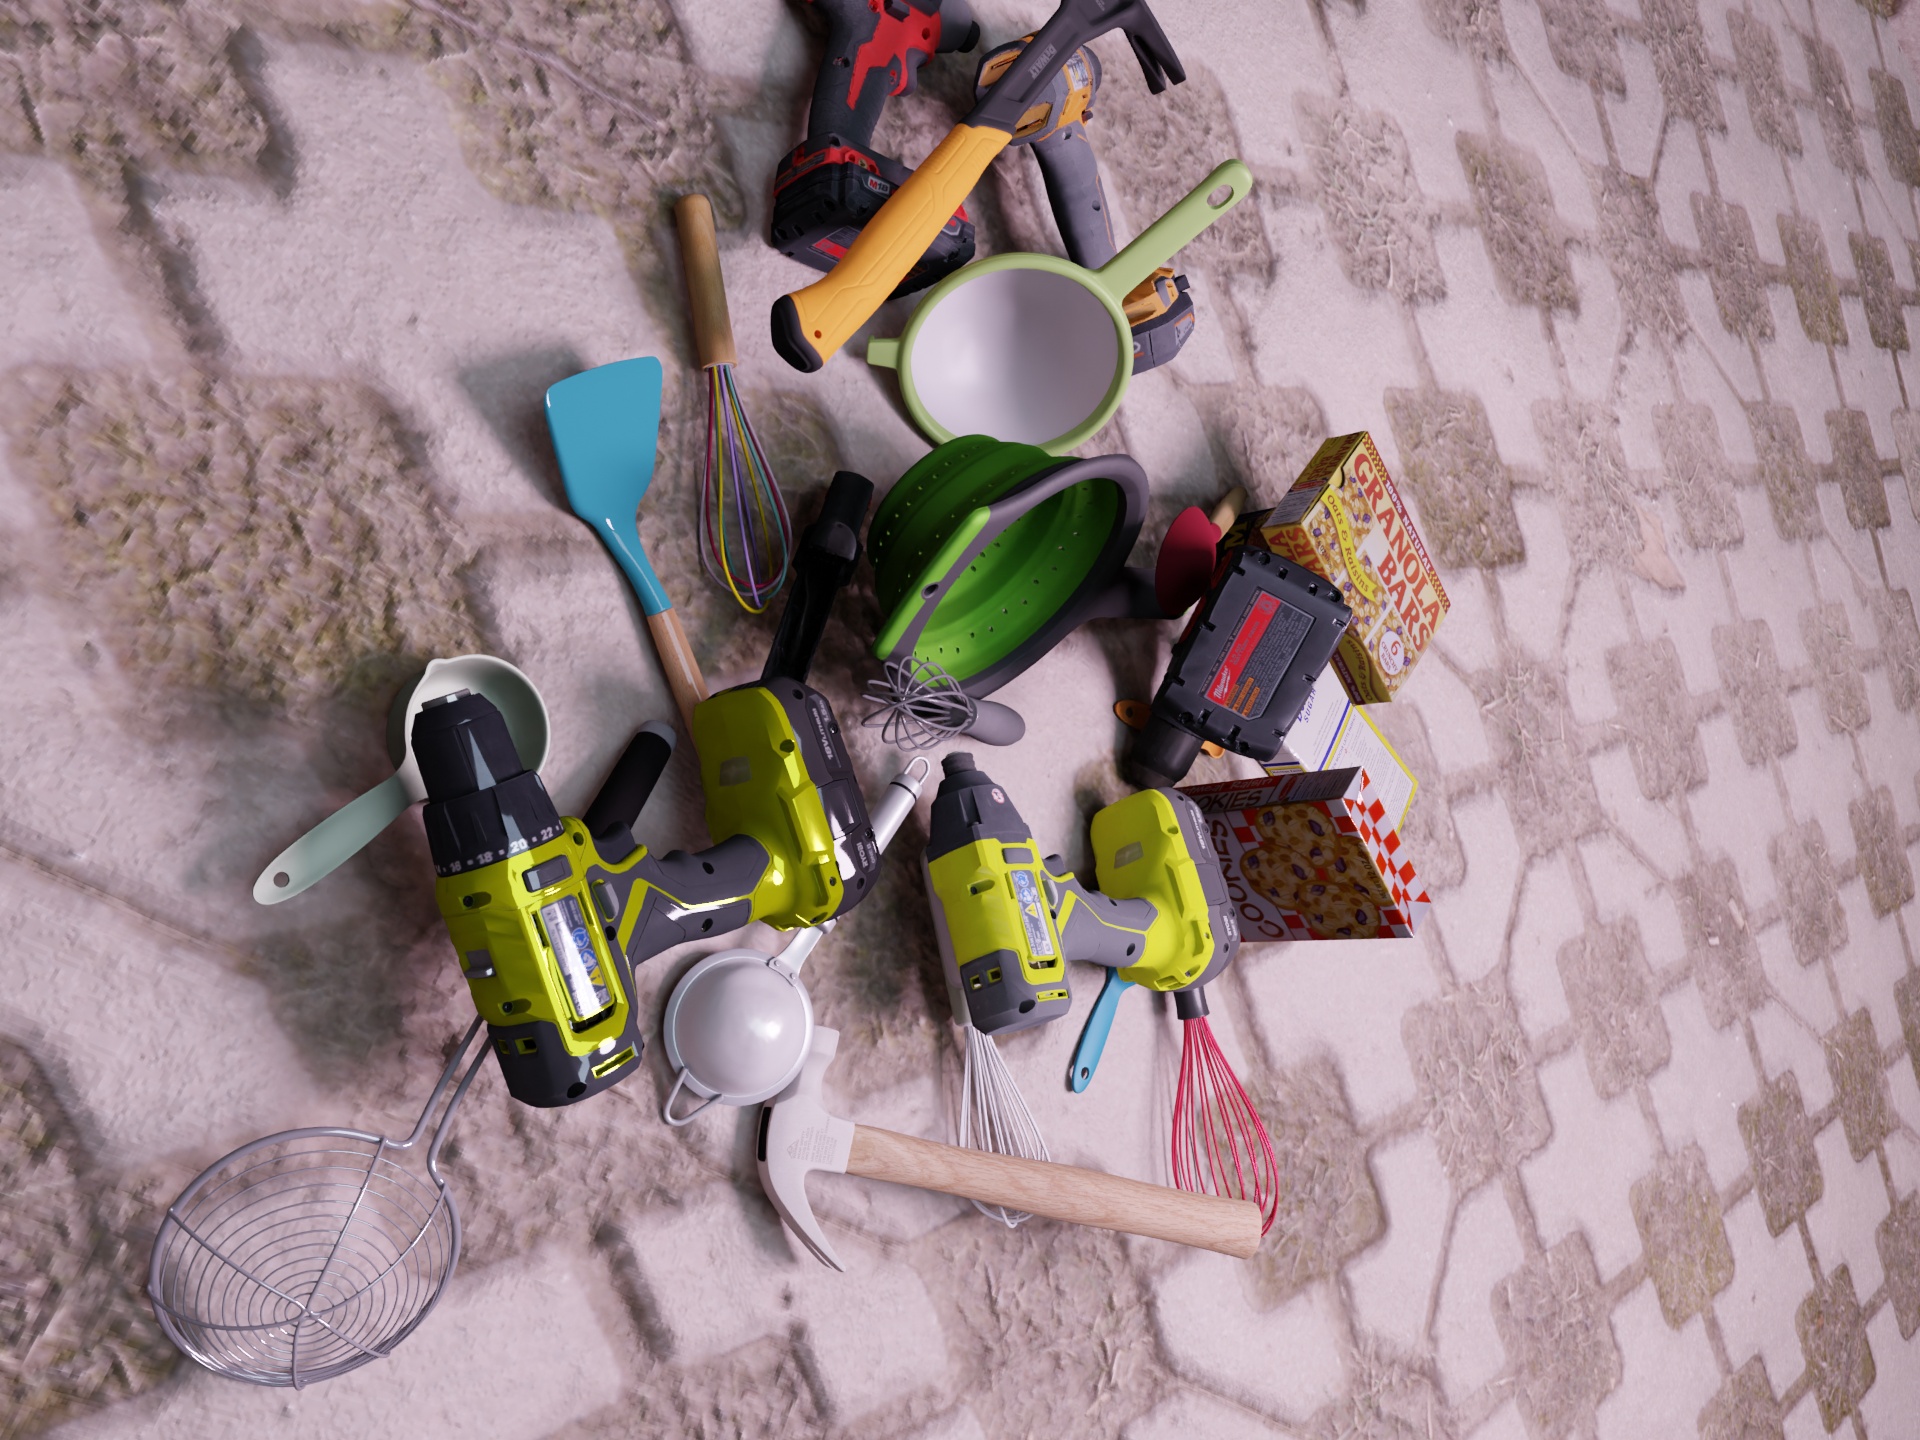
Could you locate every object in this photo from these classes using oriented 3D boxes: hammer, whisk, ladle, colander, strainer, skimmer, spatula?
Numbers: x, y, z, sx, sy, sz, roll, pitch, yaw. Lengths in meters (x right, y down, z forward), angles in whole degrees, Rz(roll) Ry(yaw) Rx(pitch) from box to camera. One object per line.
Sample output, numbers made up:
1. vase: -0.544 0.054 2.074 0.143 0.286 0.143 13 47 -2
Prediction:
1. hammer: 0.036 0.280 0.952 0.331 0.031 0.130 18 73 -19
2. whisk: 0.010 0.196 0.998 0.059 0.058 0.246 -7 84 -77
3. whisk: -0.136 -0.182 0.912 0.047 0.051 0.245 -8 87 -37
4. ladle: 0.178 -0.135 1.117 0.315 0.031 0.069 -46 144 -66
5. whisk: -0.002 -0.002 0.954 0.239 0.055 0.055 14 73 -71
6. colander: 0.053 -0.109 1.041 0.095 0.204 0.397 47 24 21
7. strainer: -0.085 0.118 0.904 0.086 0.050 0.258 41 62 -16
8. skimmer: -0.245 0.143 0.781 0.127 0.090 0.363 48 46 -28
9. spatula: -0.151 -0.037 0.878 0.082 0.044 0.317 -32 108 -46
10. whisk: 0.169 0.230 1.133 0.073 0.073 0.296 -7 85 -43
11. hammer: 0.006 -0.325 0.936 0.127 0.034 0.337 46 70 -26
12. strainer: 0.072 -0.273 1.007 0.151 0.256 0.069 38 28 -33

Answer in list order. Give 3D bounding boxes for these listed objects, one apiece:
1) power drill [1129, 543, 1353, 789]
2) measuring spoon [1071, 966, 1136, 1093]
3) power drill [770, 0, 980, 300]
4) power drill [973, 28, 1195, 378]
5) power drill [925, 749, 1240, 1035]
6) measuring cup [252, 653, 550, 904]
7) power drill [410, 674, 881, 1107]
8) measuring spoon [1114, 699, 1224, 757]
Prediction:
1. power drill: 0.171 -0.028 1.052 0.080 0.227 0.188 28 96 1
2. measuring spoon: 0.108 0.200 1.100 0.042 0.021 0.129 44 56 -30
3. power drill: -0.047 -0.388 0.998 0.143 0.078 0.220 13 74 -42
4. power drill: 0.089 -0.360 1.097 0.226 0.084 0.185 66 25 -18
5. power drill: 0.074 0.104 1.019 0.223 0.080 0.171 5 64 -47
6. measuring cup: -0.273 0.033 0.763 0.167 0.038 0.083 -44 114 -35
7. power drill: -0.155 0.056 0.785 0.228 0.080 0.190 -25 99 -49
8. measuring spoon: 0.154 0.006 1.178 0.116 0.011 0.021 19 77 -36
